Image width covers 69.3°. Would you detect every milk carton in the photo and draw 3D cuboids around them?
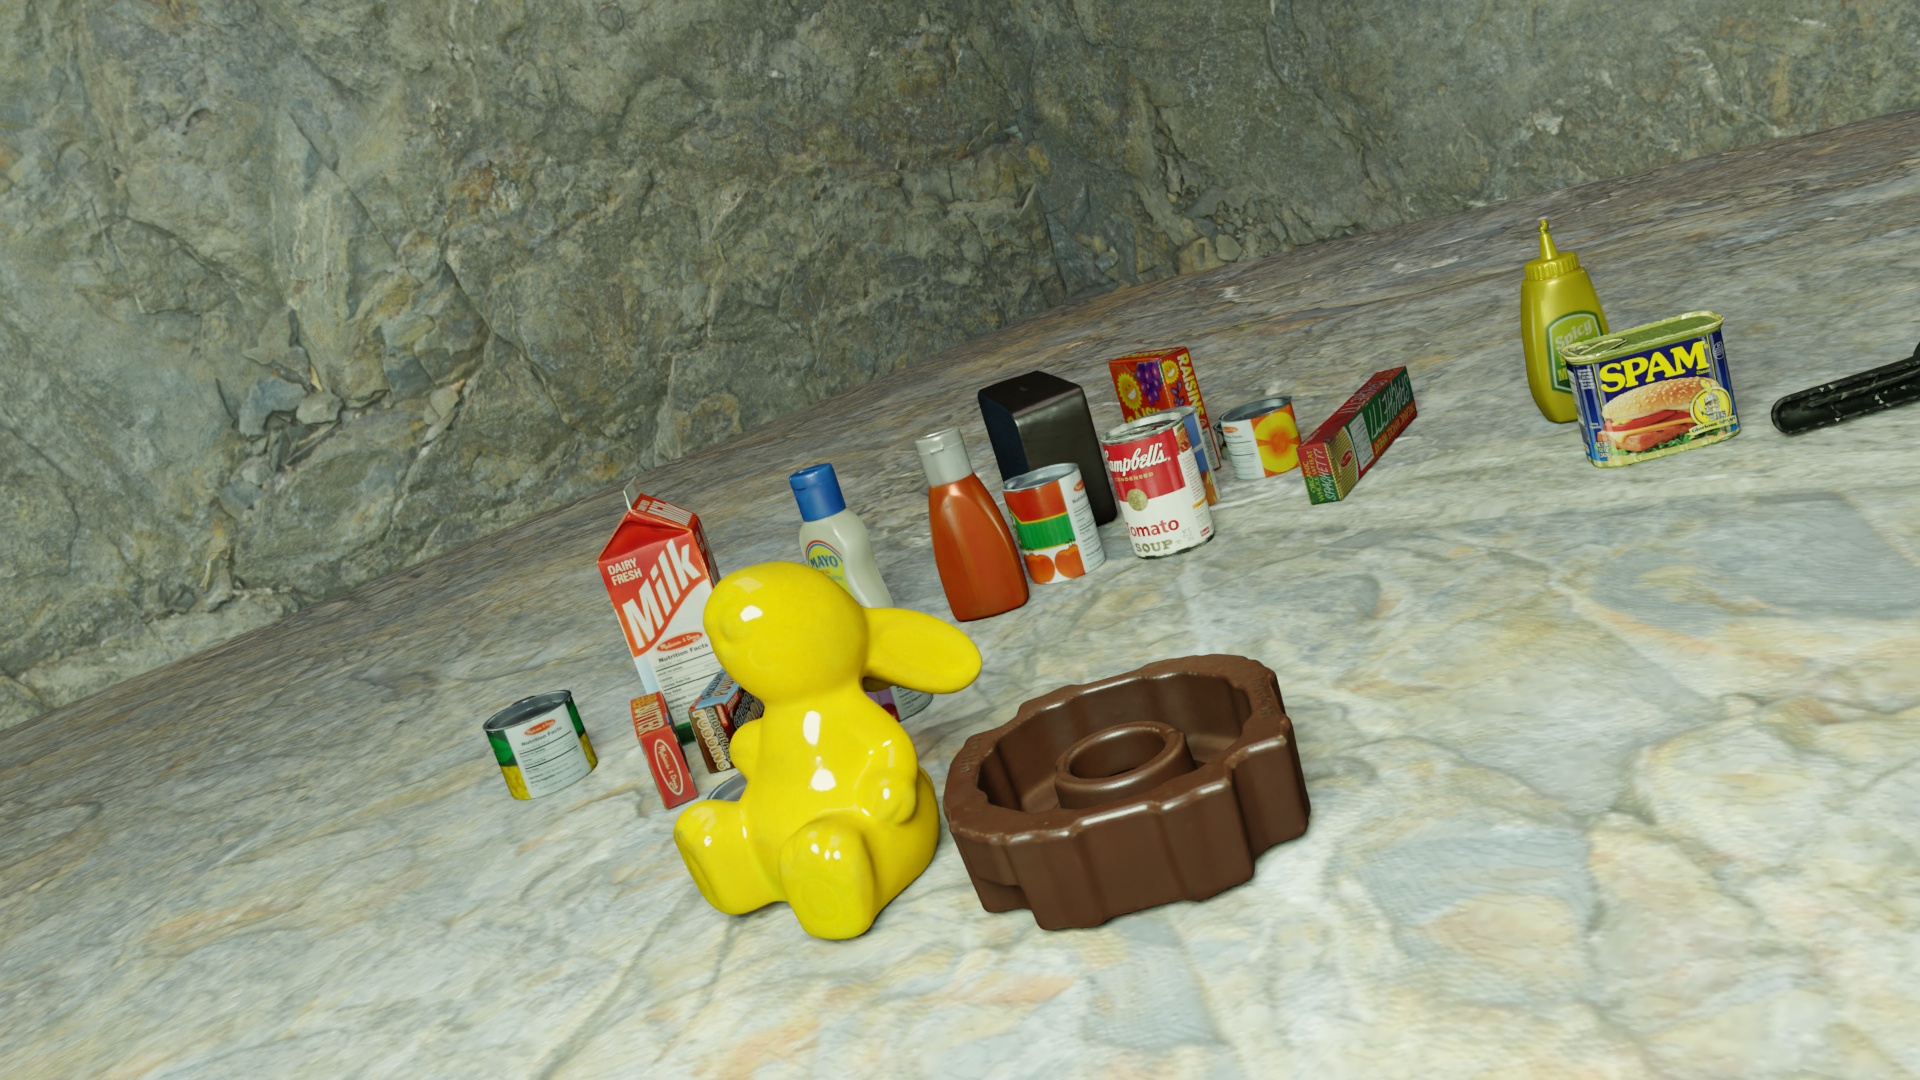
[{"bbox_3d":[-0.211,0.047,1.024,0.073,0.190,0.072,-19,12,-4],"label":"milk carton"}]

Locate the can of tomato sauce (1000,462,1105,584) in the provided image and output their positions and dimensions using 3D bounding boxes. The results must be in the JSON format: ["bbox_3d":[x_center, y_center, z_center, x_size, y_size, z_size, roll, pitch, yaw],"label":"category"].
[{"bbox_3d":[0.075,-0.014,1.137,0.071,0.083,0.071,-17,12,4],"label":"can of tomato sauce"}]

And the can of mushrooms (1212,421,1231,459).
[{"bbox_3d":[0.283,-0.104,1.351,0.071,0.033,0.071,-17,13,4],"label":"can of mushrooms"}]

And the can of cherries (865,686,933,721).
[{"bbox_3d":[-0.060,0.089,0.939,0.071,0.058,0.071,-17,12,4],"label":"can of cherries"}]

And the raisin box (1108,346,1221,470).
[{"bbox_3d":[0.195,-0.121,1.338,0.040,0.123,0.086,-24,13,-24],"label":"raisin box"}]

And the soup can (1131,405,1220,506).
[{"bbox_3d":[0.183,-0.068,1.217,0.071,0.083,0.071,-17,12,4],"label":"soup can"}]

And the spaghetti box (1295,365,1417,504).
[{"bbox_3d":[0.344,-0.095,1.189,0.028,0.050,0.251,-9,15,35],"label":"spaghetti box"}]

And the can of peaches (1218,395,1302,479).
[{"bbox_3d":[0.276,-0.093,1.257,0.071,0.058,0.071,-17,12,4],"label":"can of peaches"}]

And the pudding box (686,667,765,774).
[{"bbox_3d":[-0.157,0.120,0.960,0.030,0.049,0.084,-15,13,12],"label":"pudding box"}]

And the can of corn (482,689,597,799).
[{"bbox_3d":[-0.309,0.149,1.022,0.071,0.058,0.071,-17,12,4],"label":"can of corn"}]

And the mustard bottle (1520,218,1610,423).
[{"bbox_3d":[0.476,-0.175,1.100,0.065,0.160,0.049,-16,12,7],"label":"mustard bottle"}]

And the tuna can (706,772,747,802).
[{"bbox_3d":[-0.108,0.152,0.796,0.071,0.032,0.071,-17,13,4],"label":"tuna can"}]

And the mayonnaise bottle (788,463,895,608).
[{"bbox_3d":[-0.097,0.013,1.108,0.064,0.147,0.041,-7,16,41],"label":"mayonnaise bottle"}]

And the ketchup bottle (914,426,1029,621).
[{"bbox_3d":[0.004,-0.014,1.083,0.064,0.148,0.044,-15,12,12],"label":"ketchup bottle"}]

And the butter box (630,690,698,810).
[{"bbox_3d":[-0.200,0.139,0.932,0.024,0.053,0.103,-21,13,-13],"label":"butter box"}]
